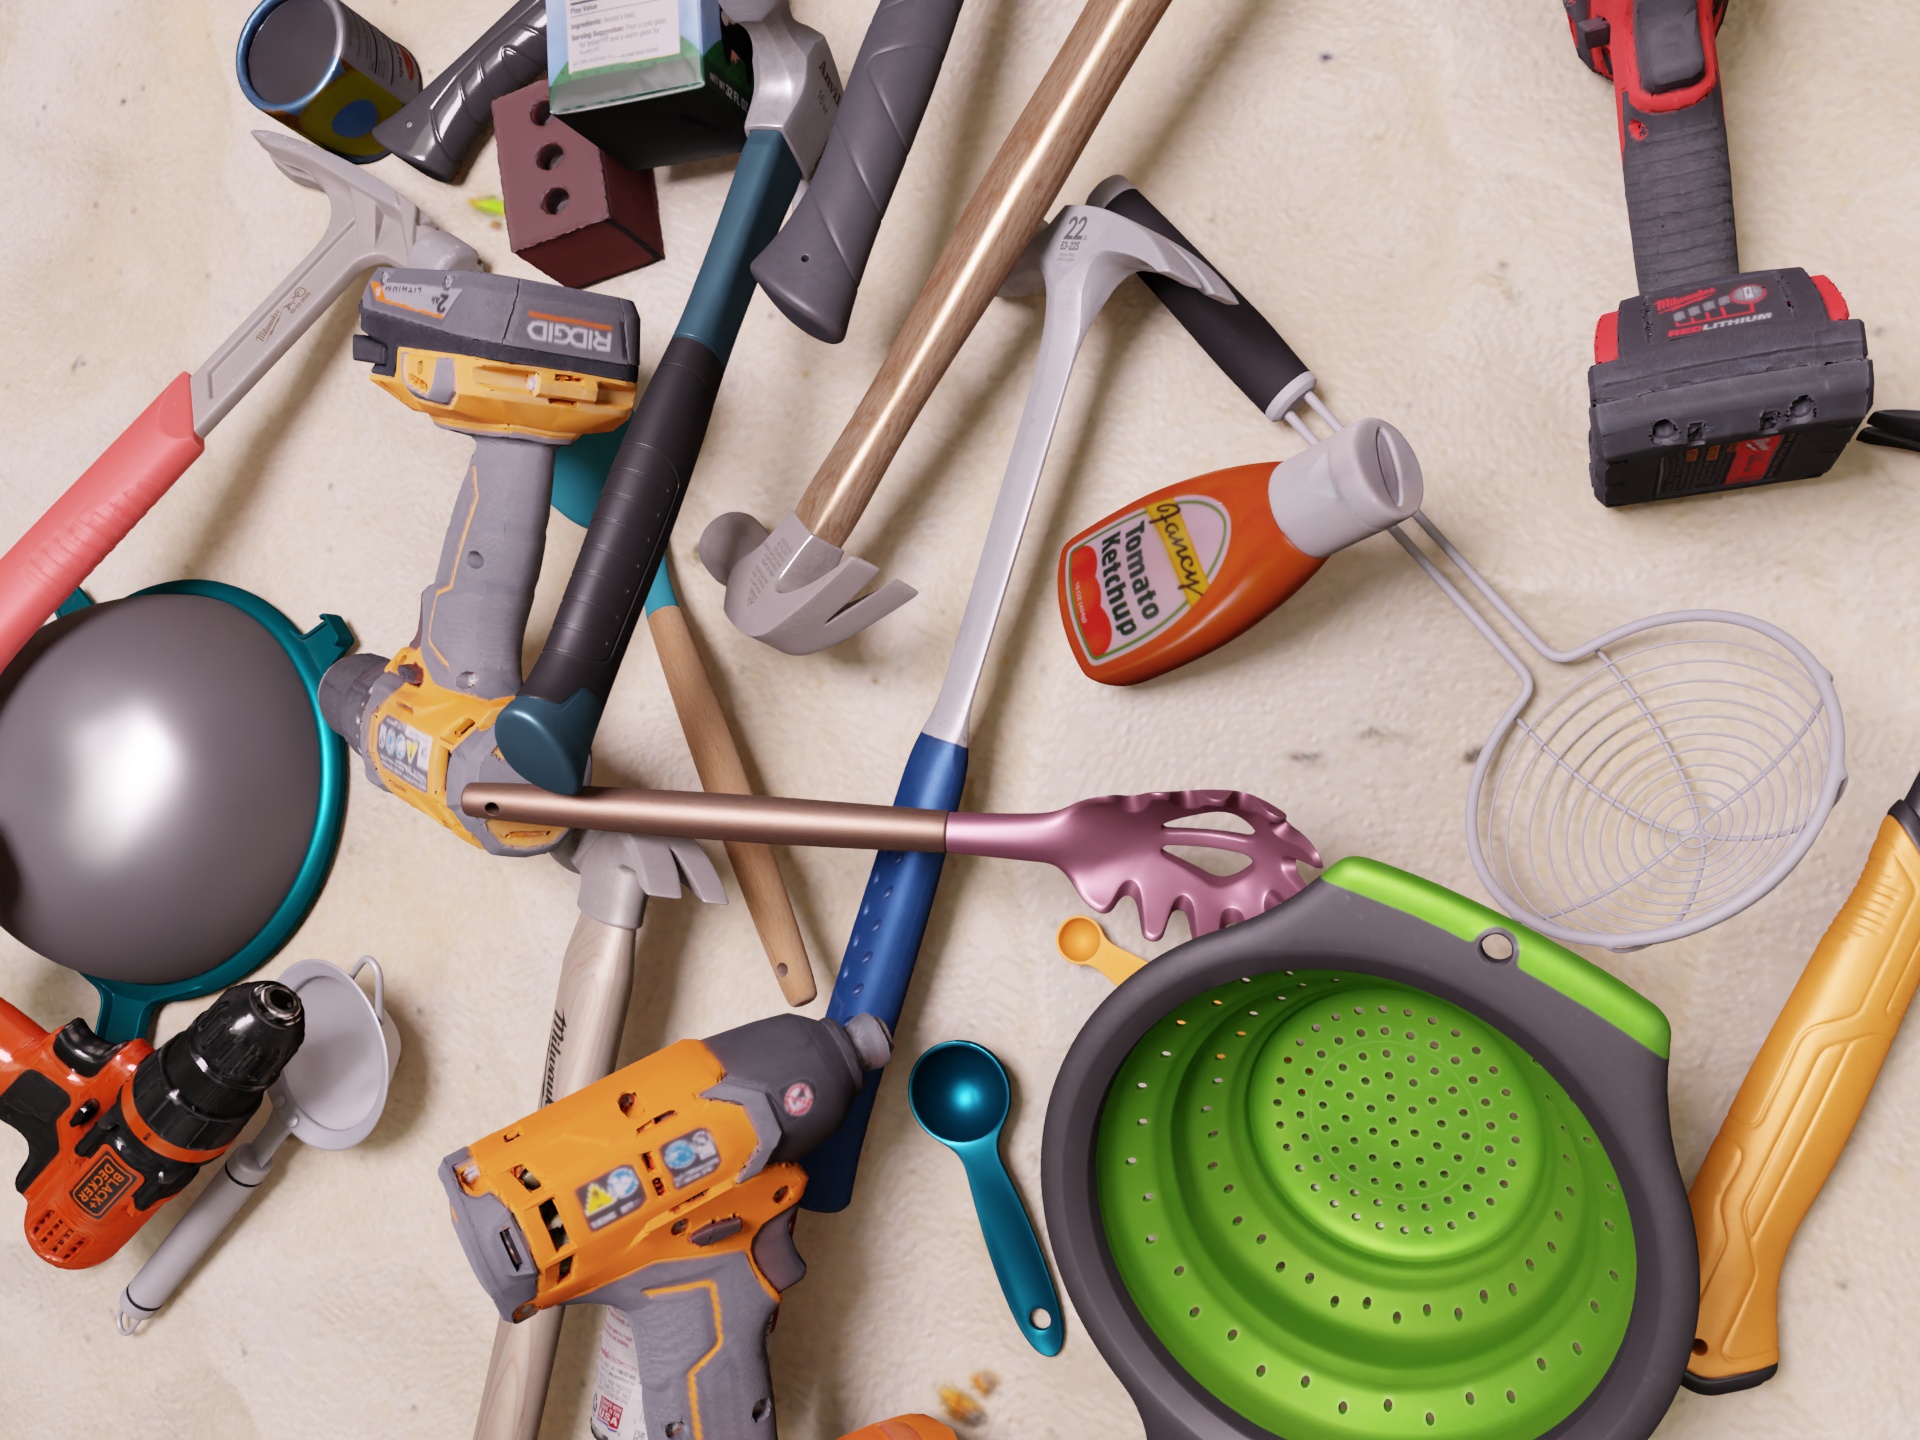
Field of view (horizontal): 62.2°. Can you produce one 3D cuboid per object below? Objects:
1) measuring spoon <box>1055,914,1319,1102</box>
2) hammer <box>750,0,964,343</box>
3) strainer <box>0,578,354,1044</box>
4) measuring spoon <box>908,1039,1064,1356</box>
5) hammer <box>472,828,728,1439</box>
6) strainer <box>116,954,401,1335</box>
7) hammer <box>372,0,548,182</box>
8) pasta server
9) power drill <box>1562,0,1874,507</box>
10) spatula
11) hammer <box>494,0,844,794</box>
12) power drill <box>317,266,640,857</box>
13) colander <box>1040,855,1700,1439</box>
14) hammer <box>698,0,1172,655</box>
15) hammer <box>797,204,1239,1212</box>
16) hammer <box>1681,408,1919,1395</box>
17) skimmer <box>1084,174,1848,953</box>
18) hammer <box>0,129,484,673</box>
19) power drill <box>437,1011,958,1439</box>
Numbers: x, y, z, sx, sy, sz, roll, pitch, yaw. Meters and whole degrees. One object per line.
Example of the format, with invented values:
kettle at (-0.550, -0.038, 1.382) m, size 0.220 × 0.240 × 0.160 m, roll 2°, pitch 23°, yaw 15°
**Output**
measuring spoon at (0.088, 0.112, 0.617) m, size 0.117 × 0.011 × 0.021 m, roll 32°, pitch 94°, yaw 17°
hammer at (0.009, -0.339, 0.642) m, size 0.149 × 0.036 × 0.409 m, roll 18°, pitch 81°, yaw 11°
strainer at (-0.417, 0.092, 0.752) m, size 0.211 × 0.095 × 0.340 m, roll 7°, pitch 85°, yaw 20°
measuring spoon at (0.016, 0.187, 0.632) m, size 0.042 × 0.021 × 0.128 m, roll -21°, pitch 86°, yaw 16°
hammer at (-0.172, 0.239, 0.648) m, size 0.146 × 0.038 × 0.410 m, roll 15°, pitch 94°, yaw 61°
strainer at (-0.324, 0.199, 0.737) m, size 0.087 × 0.050 × 0.258 m, roll 47°, pitch 105°, yaw 20°
hammer at (-0.148, -0.374, 0.744) m, size 0.335 × 0.035 × 0.146 m, roll -36°, pitch 74°, yaw 13°
pasta server at (-0.032, 0.041, 0.572) m, size 0.316 × 0.040 × 0.060 m, roll 3°, pitch 111°, yaw 9°
power drill at (0.239, -0.192, 0.528) m, size 0.078 × 0.143 × 0.220 m, roll -7°, pitch 84°, yaw 21°
spatula at (-0.128, -0.024, 0.678) m, size 0.082 × 0.044 × 0.318 m, roll -36°, pitch 66°, yaw 27°
hammer at (-0.108, -0.131, 0.619) m, size 0.033 × 0.128 × 0.331 m, roll 9°, pitch 70°, yaw 21°
power drill at (-0.216, -0.072, 0.678) m, size 0.185 × 0.084 × 0.226 m, roll 18°, pitch 104°, yaw 45°
colander at (0.110, 0.224, 0.563) m, size 0.204 × 0.094 × 0.397 m, roll 28°, pitch 111°, yaw 19°
hammer at (0.003, -0.170, 0.611) m, size 0.331 × 0.031 × 0.130 m, roll -57°, pitch 35°, yaw 13°
hammer at (-0.001, -0.002, 0.623) m, size 0.144 × 0.035 × 0.405 m, roll 23°, pitch 97°, yaw 56°
hammer at (0.302, 0.064, 0.531) m, size 0.127 × 0.034 × 0.337 m, roll 25°, pitch 92°, yaw 20°
skimmer at (0.152, -0.081, 0.571) m, size 0.127 × 0.090 × 0.363 m, roll -43°, pitch 71°, yaw 17°
hammer at (-0.389, -0.122, 0.740) m, size 0.149 × 0.036 × 0.359 m, roll 32°, pitch 75°, yaw 19°
power drill at (-0.068, 0.223, 0.575) m, size 0.164 × 0.084 × 0.226 m, roll -24°, pitch 97°, yaw -21°
